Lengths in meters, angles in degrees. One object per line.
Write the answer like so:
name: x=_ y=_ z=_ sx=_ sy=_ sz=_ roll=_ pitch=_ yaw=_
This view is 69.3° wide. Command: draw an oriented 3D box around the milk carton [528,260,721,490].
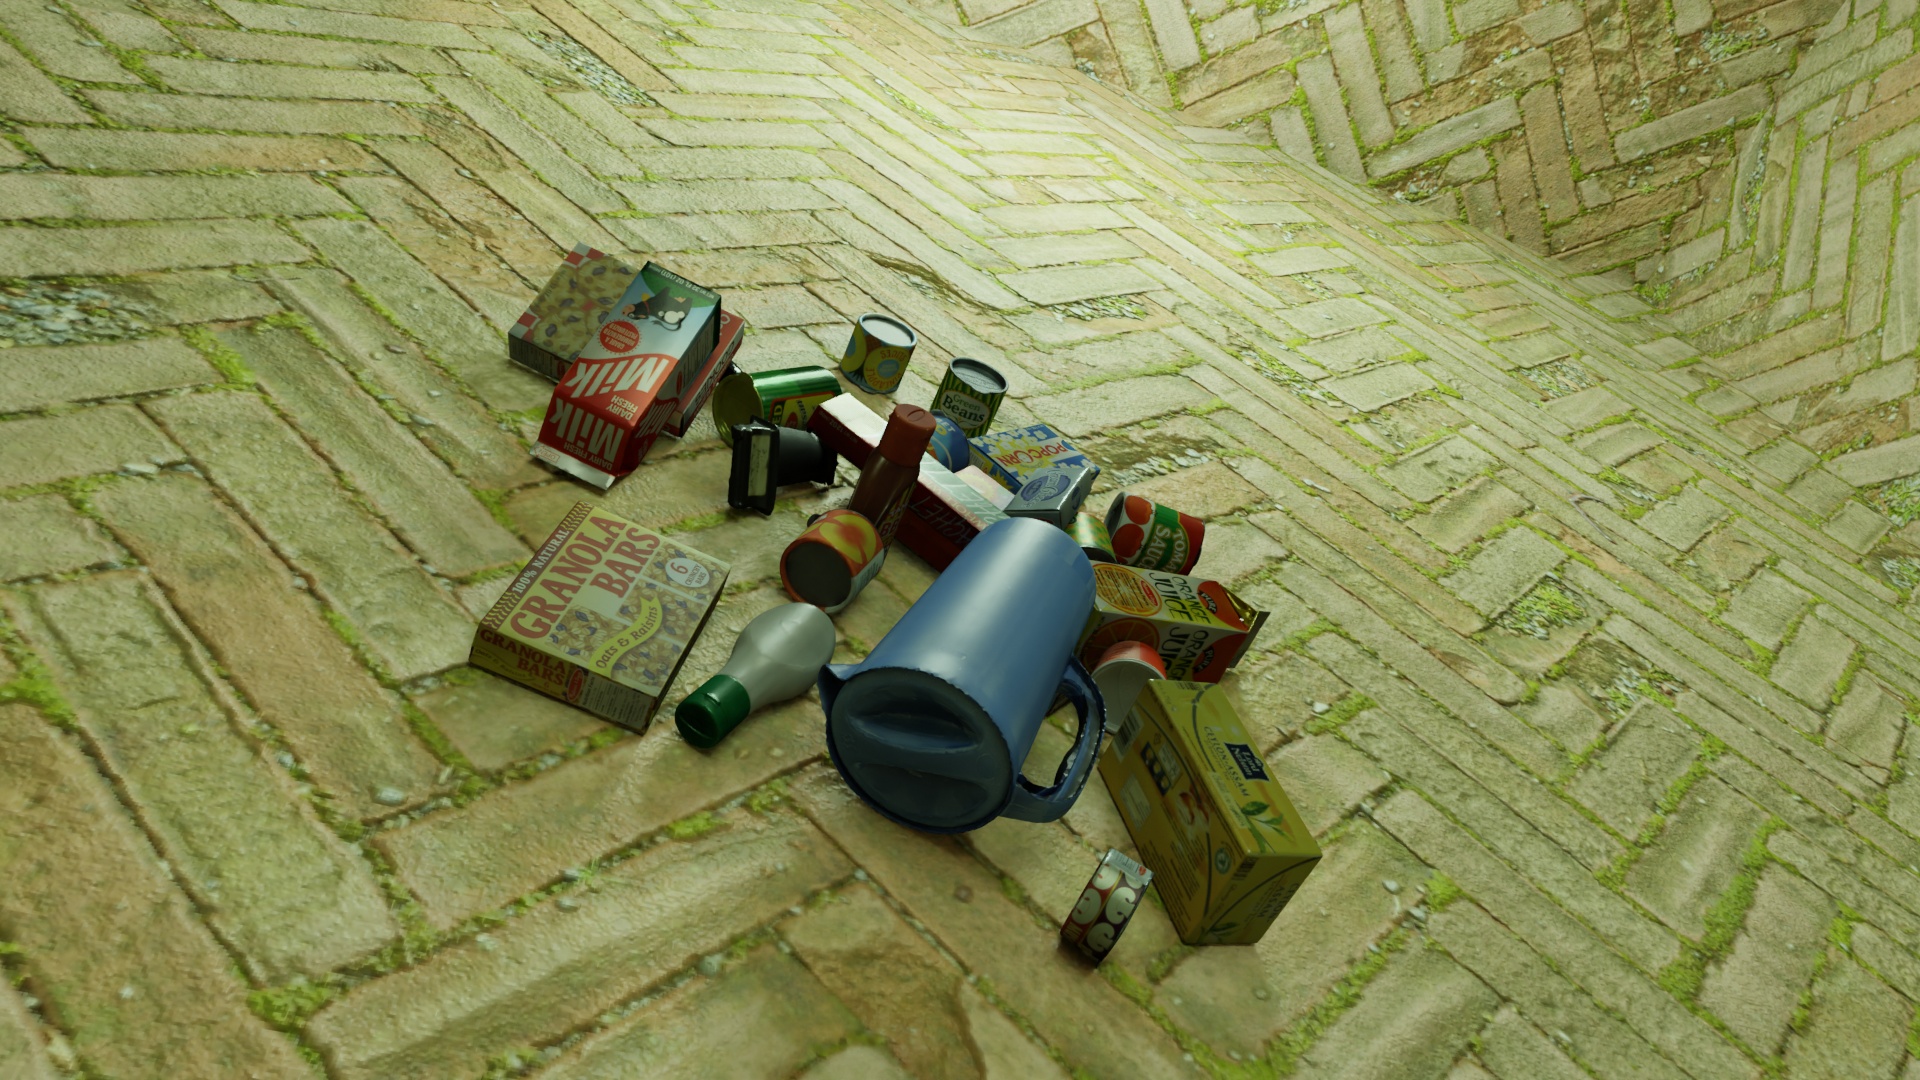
milk carton: x=-0.272 y=-0.129 z=1.139 sx=0.072 sy=0.073 sz=0.191 roll=25 pitch=62 yaw=1

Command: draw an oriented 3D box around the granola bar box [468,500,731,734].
granola bar box: x=-0.243 y=0.049 z=0.960 sx=0.124 sy=0.038 sz=0.166 roll=24 pitch=31 yaw=-4

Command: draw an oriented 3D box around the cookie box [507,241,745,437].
cookie box: x=-0.293 y=-0.178 z=1.229 sx=0.167 sy=0.040 sz=0.123 roll=25 pitch=57 yaw=0

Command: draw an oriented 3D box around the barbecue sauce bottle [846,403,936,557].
barbecue sauce bottle: x=-0.062 y=-0.040 z=1.122 sx=0.044 sy=0.147 sz=0.065 roll=31 pitch=30 yaw=10

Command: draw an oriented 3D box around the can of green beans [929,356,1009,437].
can of green beans: x=0.009 y=-0.147 z=1.426 sx=0.071 sy=0.057 sz=0.071 roll=19 pitch=31 yaw=-12

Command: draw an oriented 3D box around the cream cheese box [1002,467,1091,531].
cream cheese box: x=0.079 y=-0.037 z=1.242 sx=0.053 sy=0.024 sz=0.104 roll=1 pitch=24 yaw=22

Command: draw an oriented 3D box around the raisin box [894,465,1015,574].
raisin box: x=0.004 y=-0.016 z=1.240 sx=0.086 sy=0.040 sz=0.124 roll=37 pitch=33 yaw=18

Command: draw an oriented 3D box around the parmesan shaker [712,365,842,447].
parmesan shaker: x=-0.162 y=-0.124 z=1.253 sx=0.071 sy=0.071 sz=0.103 roll=41 pitch=34 yaw=25

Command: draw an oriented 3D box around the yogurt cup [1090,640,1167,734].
yogurt cup: x=0.135 y=0.115 z=1.112 sx=0.072 sy=0.072 sz=0.054 roll=26 pitch=22 yaw=1

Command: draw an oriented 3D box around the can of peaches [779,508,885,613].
can of peaches: x=-0.102 y=0.015 z=1.089 sx=0.071 sy=0.071 sz=0.058 roll=29 pitch=31 yaw=6

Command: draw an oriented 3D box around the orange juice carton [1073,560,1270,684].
orange juice carton: x=0.174 y=0.075 z=1.192 sx=0.193 sy=0.071 sz=0.073 roll=9 pitch=34 yaw=-25

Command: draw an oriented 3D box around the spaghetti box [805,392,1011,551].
spaghetti box: x=-0.021 y=-0.039 z=1.182 sx=0.250 sy=0.028 sz=0.050 roll=38 pitch=32 yaw=11

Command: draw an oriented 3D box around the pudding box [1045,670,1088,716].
pudding box: x=0.054 y=0.099 z=1.109 sx=0.084 sy=0.030 sz=0.050 roll=37 pitch=34 yaw=20

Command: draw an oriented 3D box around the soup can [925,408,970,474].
soup can: x=-0.041 y=-0.077 z=1.271 sx=0.071 sy=0.071 sz=0.084 roll=37 pitch=32 yaw=19

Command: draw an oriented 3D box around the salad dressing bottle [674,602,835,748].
salad dressing bottle: x=-0.141 y=0.093 z=0.965 sx=0.064 sy=0.043 sz=0.148 roll=34 pitch=32 yaw=10

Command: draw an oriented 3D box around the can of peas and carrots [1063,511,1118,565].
can of peas and carrots: x=0.103 y=0.015 z=1.236 sx=0.071 sy=0.070 sz=0.059 roll=16 pitch=31 yaw=-15

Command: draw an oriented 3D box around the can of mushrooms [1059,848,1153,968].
can of mushrooms: x=0.093 y=0.236 z=0.894 sx=0.033 sy=0.070 sz=0.071 roll=31 pitch=31 yaw=10

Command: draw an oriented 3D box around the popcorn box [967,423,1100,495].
popcorn box: x=0.066 y=-0.070 z=1.370 sx=0.085 sy=0.038 sz=0.127 roll=40 pitch=34 yaw=26

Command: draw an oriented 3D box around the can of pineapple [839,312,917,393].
can of pineapple: x=-0.084 y=-0.192 z=1.429 sx=0.071 sy=0.057 sz=0.071 roll=19 pitch=31 yaw=-12

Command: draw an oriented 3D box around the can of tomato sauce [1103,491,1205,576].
can of tomato sauce: x=0.181 y=-0.002 z=1.321 sx=0.083 sy=0.070 sz=0.071 roll=20 pitch=31 yaw=-7
